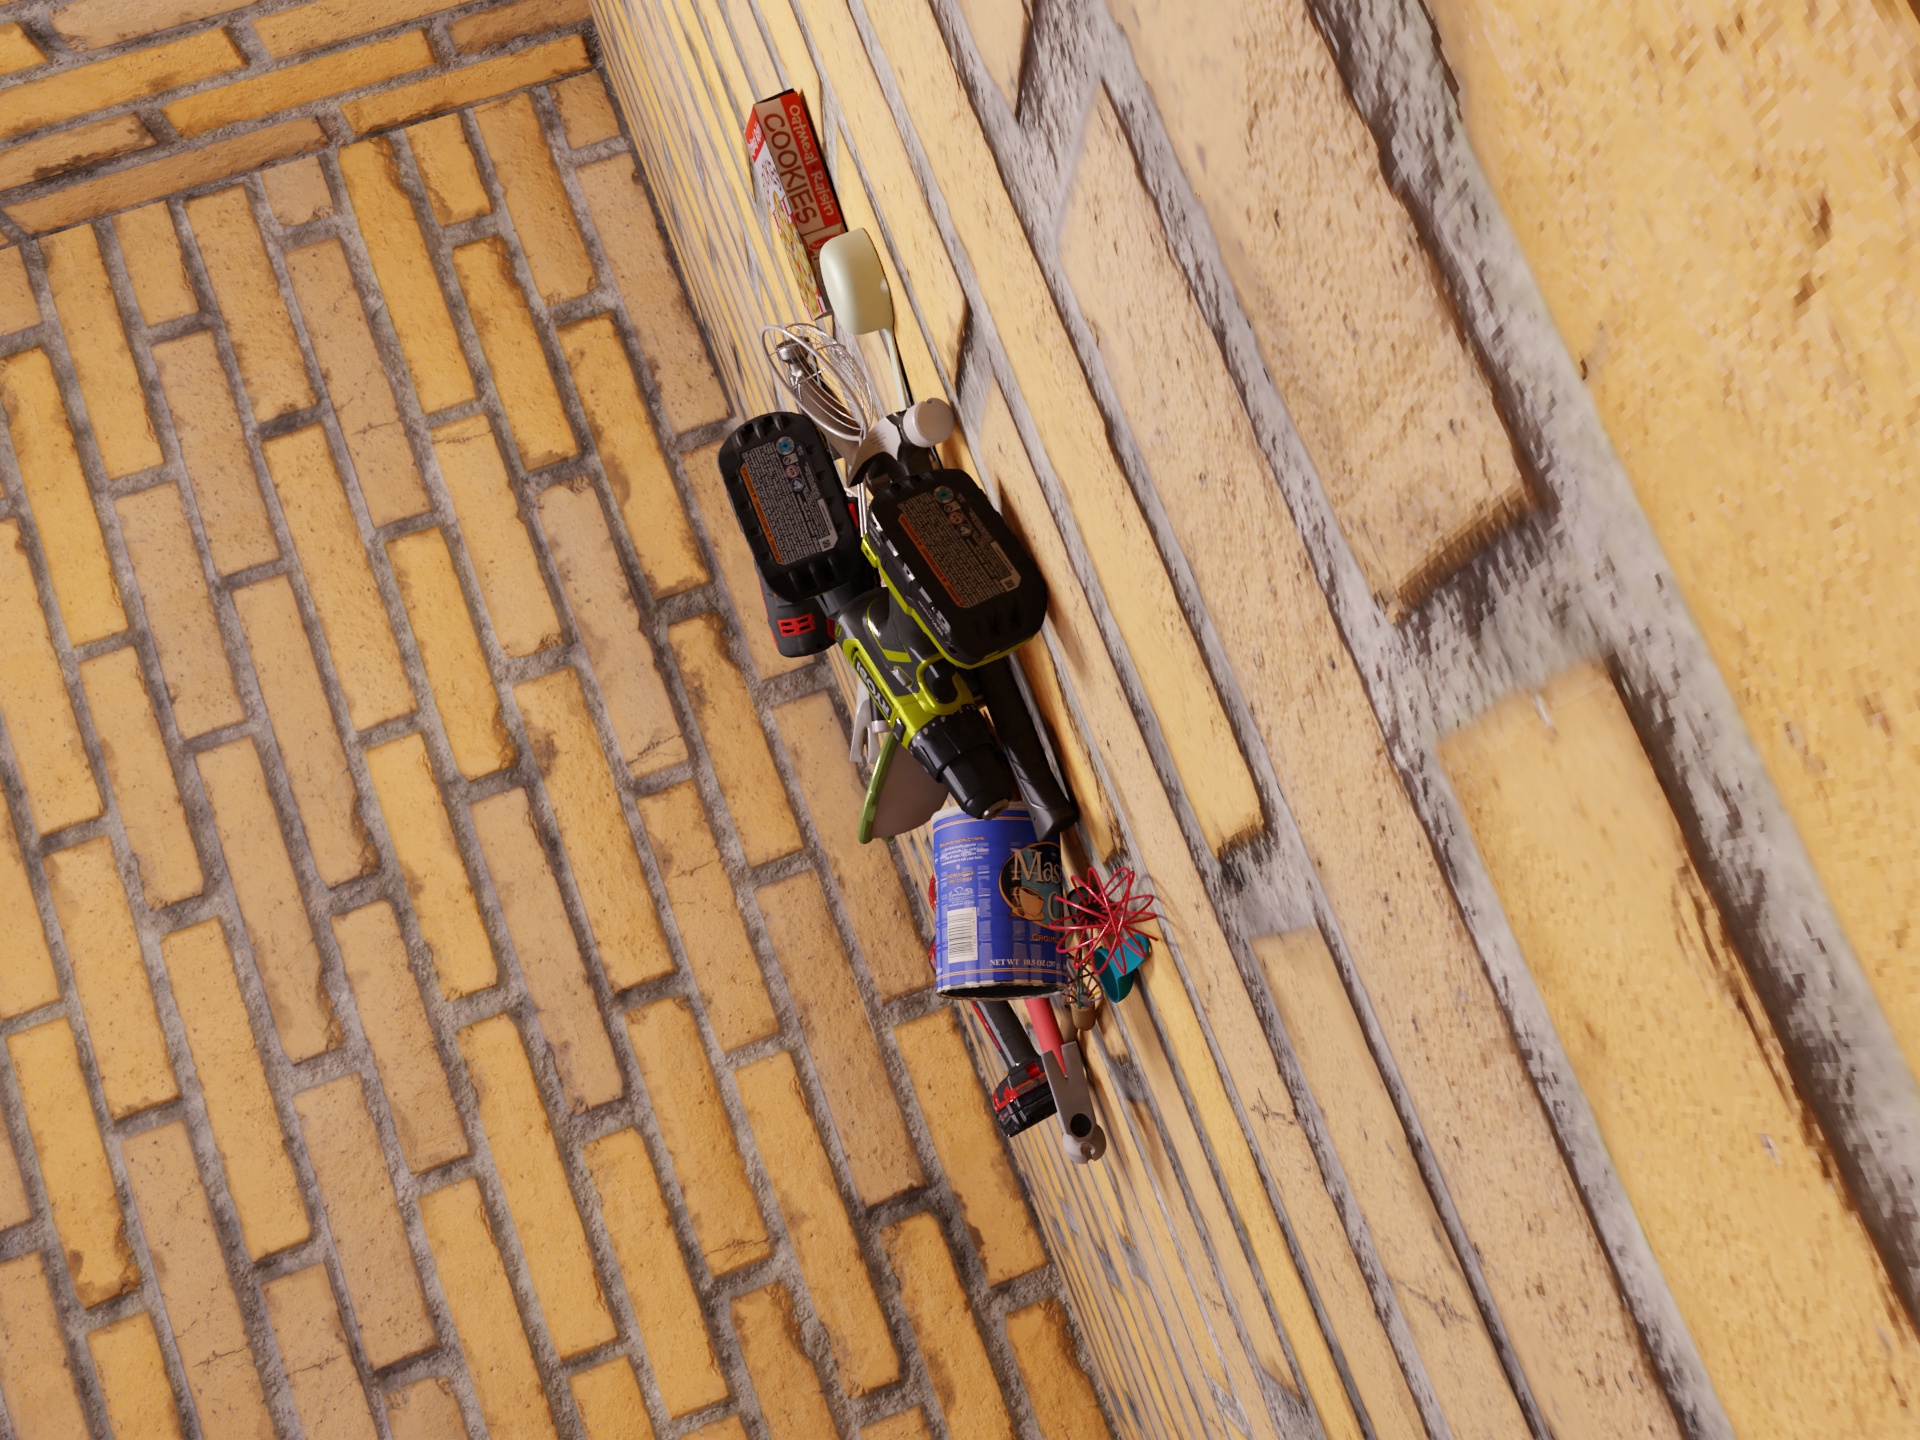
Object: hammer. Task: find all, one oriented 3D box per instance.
[{"bbox_3d":[-0.117,-0.281,1.620,0.411,0.038,0.146,-124,14,-61],"label":"hammer"},{"bbox_3d":[-0.063,-0.072,1.513,0.405,0.035,0.144,124,149,-70],"label":"hammer"},{"bbox_3d":[0.061,0.229,1.516,0.387,0.038,0.143,-110,4,-53],"label":"hammer"},{"bbox_3d":[0.009,-0.065,1.175,0.146,0.035,0.334,-7,107,65],"label":"hammer"}]

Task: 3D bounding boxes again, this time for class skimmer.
[{"bbox_3d":[-0.113,-0.167,1.396,0.127,0.090,0.363,168,96,-72],"label":"skimmer"}]

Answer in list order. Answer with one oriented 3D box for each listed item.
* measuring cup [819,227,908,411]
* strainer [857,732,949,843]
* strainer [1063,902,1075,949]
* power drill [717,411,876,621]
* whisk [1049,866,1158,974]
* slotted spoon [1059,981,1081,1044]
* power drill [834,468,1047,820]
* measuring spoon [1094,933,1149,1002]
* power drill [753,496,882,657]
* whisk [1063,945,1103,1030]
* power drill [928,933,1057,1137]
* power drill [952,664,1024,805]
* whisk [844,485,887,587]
[{"bbox_3d":[-0.071,-0.291,1.224,0.083,0.038,0.167,-123,17,-60],"label":"measuring cup"},{"bbox_3d":[-0.046,0.075,1.548,0.256,0.069,0.152,98,-169,-66],"label":"strainer"},{"bbox_3d":[0.057,0.124,1.406,0.086,0.050,0.259,59,-171,-49],"label":"strainer"},{"bbox_3d":[-0.114,-0.148,1.246,0.223,0.080,0.171,12,-124,-87],"label":"power drill"},{"bbox_3d":[0.093,0.135,1.110,0.296,0.073,0.073,80,169,-86],"label":"whisk"},{"bbox_3d":[0.109,0.313,1.589,0.313,0.031,0.070,89,160,-63],"label":"slotted spoon"},{"bbox_3d":[-0.011,-0.046,1.100,0.191,0.080,0.228,57,158,19],"label":"power drill"},{"bbox_3d":[0.124,0.172,1.148,0.128,0.021,0.042,113,137,-66],"label":"measuring spoon"},{"bbox_3d":[-0.146,-0.167,1.503,0.227,0.080,0.188,-55,-47,-76],"label":"power drill"},{"bbox_3d":[0.106,0.234,1.347,0.244,0.047,0.051,76,-176,-68],"label":"whisk"},{"bbox_3d":[0.036,0.311,1.641,0.220,0.078,0.143,61,166,15],"label":"power drill"},{"bbox_3d":[-0.002,-0.004,1.352,0.186,0.084,0.226,-107,-2,-49],"label":"power drill"},{"bbox_3d":[-0.087,-0.154,1.710,0.059,0.058,0.246,24,148,36],"label":"whisk"}]
